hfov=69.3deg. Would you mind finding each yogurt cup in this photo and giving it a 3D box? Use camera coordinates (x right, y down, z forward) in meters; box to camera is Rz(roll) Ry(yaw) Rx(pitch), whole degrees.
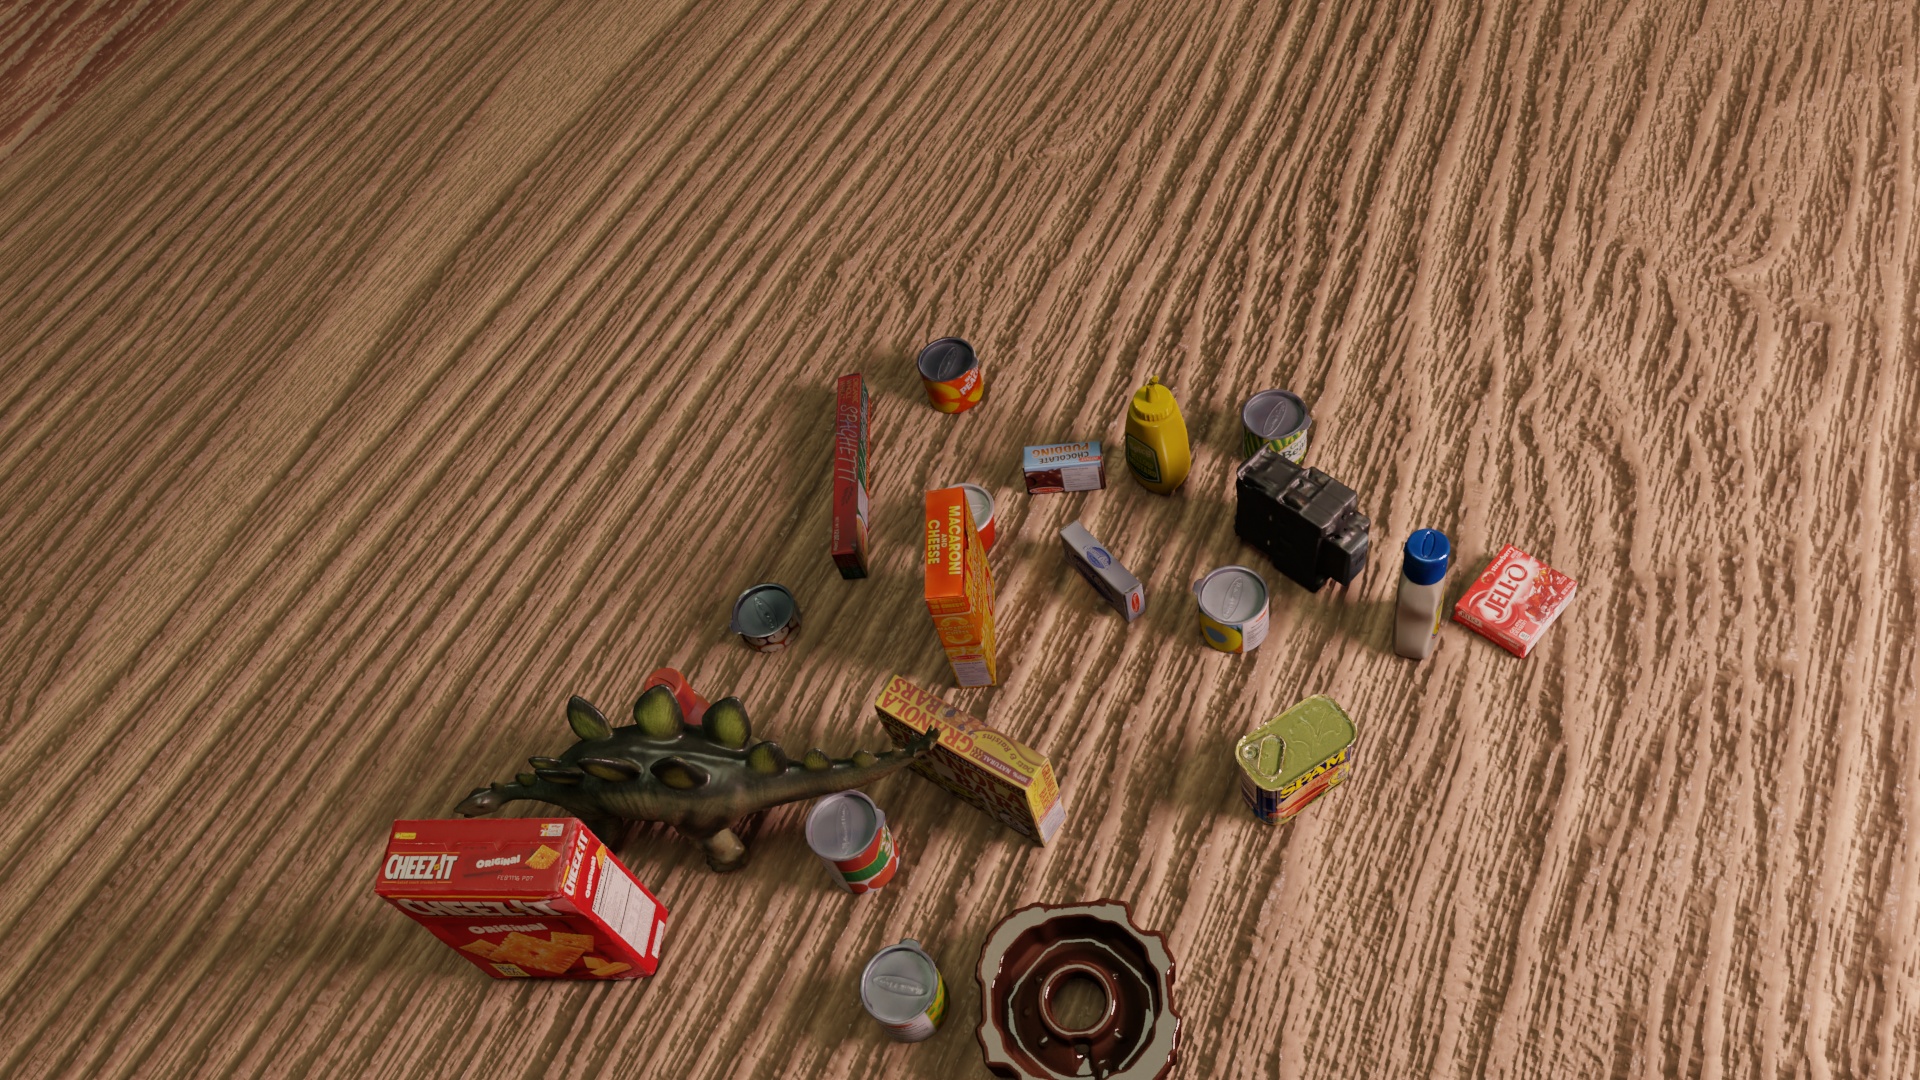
[{"bbox_3d":[0.005,-0.018,1.436,0.072,0.053,0.073,-6,54,8],"label":"yogurt cup"}]

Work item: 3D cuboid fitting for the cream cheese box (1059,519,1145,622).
[{"bbox_3d":[0.140,0.030,1.373,0.024,0.053,0.104,-35,55,-12],"label":"cream cheese box"}]

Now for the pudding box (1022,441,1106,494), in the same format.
[{"bbox_3d":[0.109,-0.076,1.457,0.084,0.049,0.030,-5,55,9],"label":"pudding box"}]

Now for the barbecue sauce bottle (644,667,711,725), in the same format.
[{"bbox_3d":[-0.253,0.170,1.301,0.065,0.148,0.044,21,62,25],"label":"barbecue sauce bottle"}]

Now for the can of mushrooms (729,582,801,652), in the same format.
[{"bbox_3d":[-0.200,0.080,1.425,0.071,0.033,0.071,-6,54,8],"label":"can of mushrooms"}]

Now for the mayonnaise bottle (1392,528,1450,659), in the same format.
[{"bbox_3d":[0.412,0.046,1.242,0.041,0.147,0.065,12,59,20],"label":"mayonnaise bottle"}]

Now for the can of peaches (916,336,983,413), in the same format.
[{"bbox_3d":[-0.009,-0.184,1.555,0.071,0.057,0.071,-6,54,8],"label":"can of peaches"}]

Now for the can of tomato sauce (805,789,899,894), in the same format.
[{"bbox_3d":[-0.093,0.268,1.236,0.071,0.082,0.071,-6,54,9],"label":"can of tomato sauce"}]

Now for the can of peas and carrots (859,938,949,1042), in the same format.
[{"bbox_3d":[-0.045,0.377,1.163,0.071,0.058,0.071,-6,54,8],"label":"can of peas and carrots"}]

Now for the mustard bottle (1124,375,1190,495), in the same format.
[{"bbox_3d":[0.195,-0.112,1.395,0.065,0.159,0.049,35,69,31],"label":"mustard bottle"}]

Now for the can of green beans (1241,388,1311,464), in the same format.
[{"bbox_3d":[0.324,-0.113,1.431,0.071,0.057,0.071,-6,54,8],"label":"can of green beans"}]

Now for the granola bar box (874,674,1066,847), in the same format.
[{"bbox_3d":[0.009,0.198,1.238,0.166,0.123,0.039,26,64,27],"label":"granola bar box"}]

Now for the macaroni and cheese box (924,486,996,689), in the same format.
[{"bbox_3d":[0.002,0.047,1.321,0.040,0.165,0.124,-6,54,8],"label":"macaroni and cheese box"}]

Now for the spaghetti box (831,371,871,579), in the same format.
[{"bbox_3d":[-0.117,-0.074,1.506,0.029,0.050,0.251,-7,54,8],"label":"spaghetti box"}]

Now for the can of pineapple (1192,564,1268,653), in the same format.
[{"bbox_3d":[0.258,0.065,1.319,0.071,0.057,0.071,-6,54,8],"label":"can of pineapple"}]
